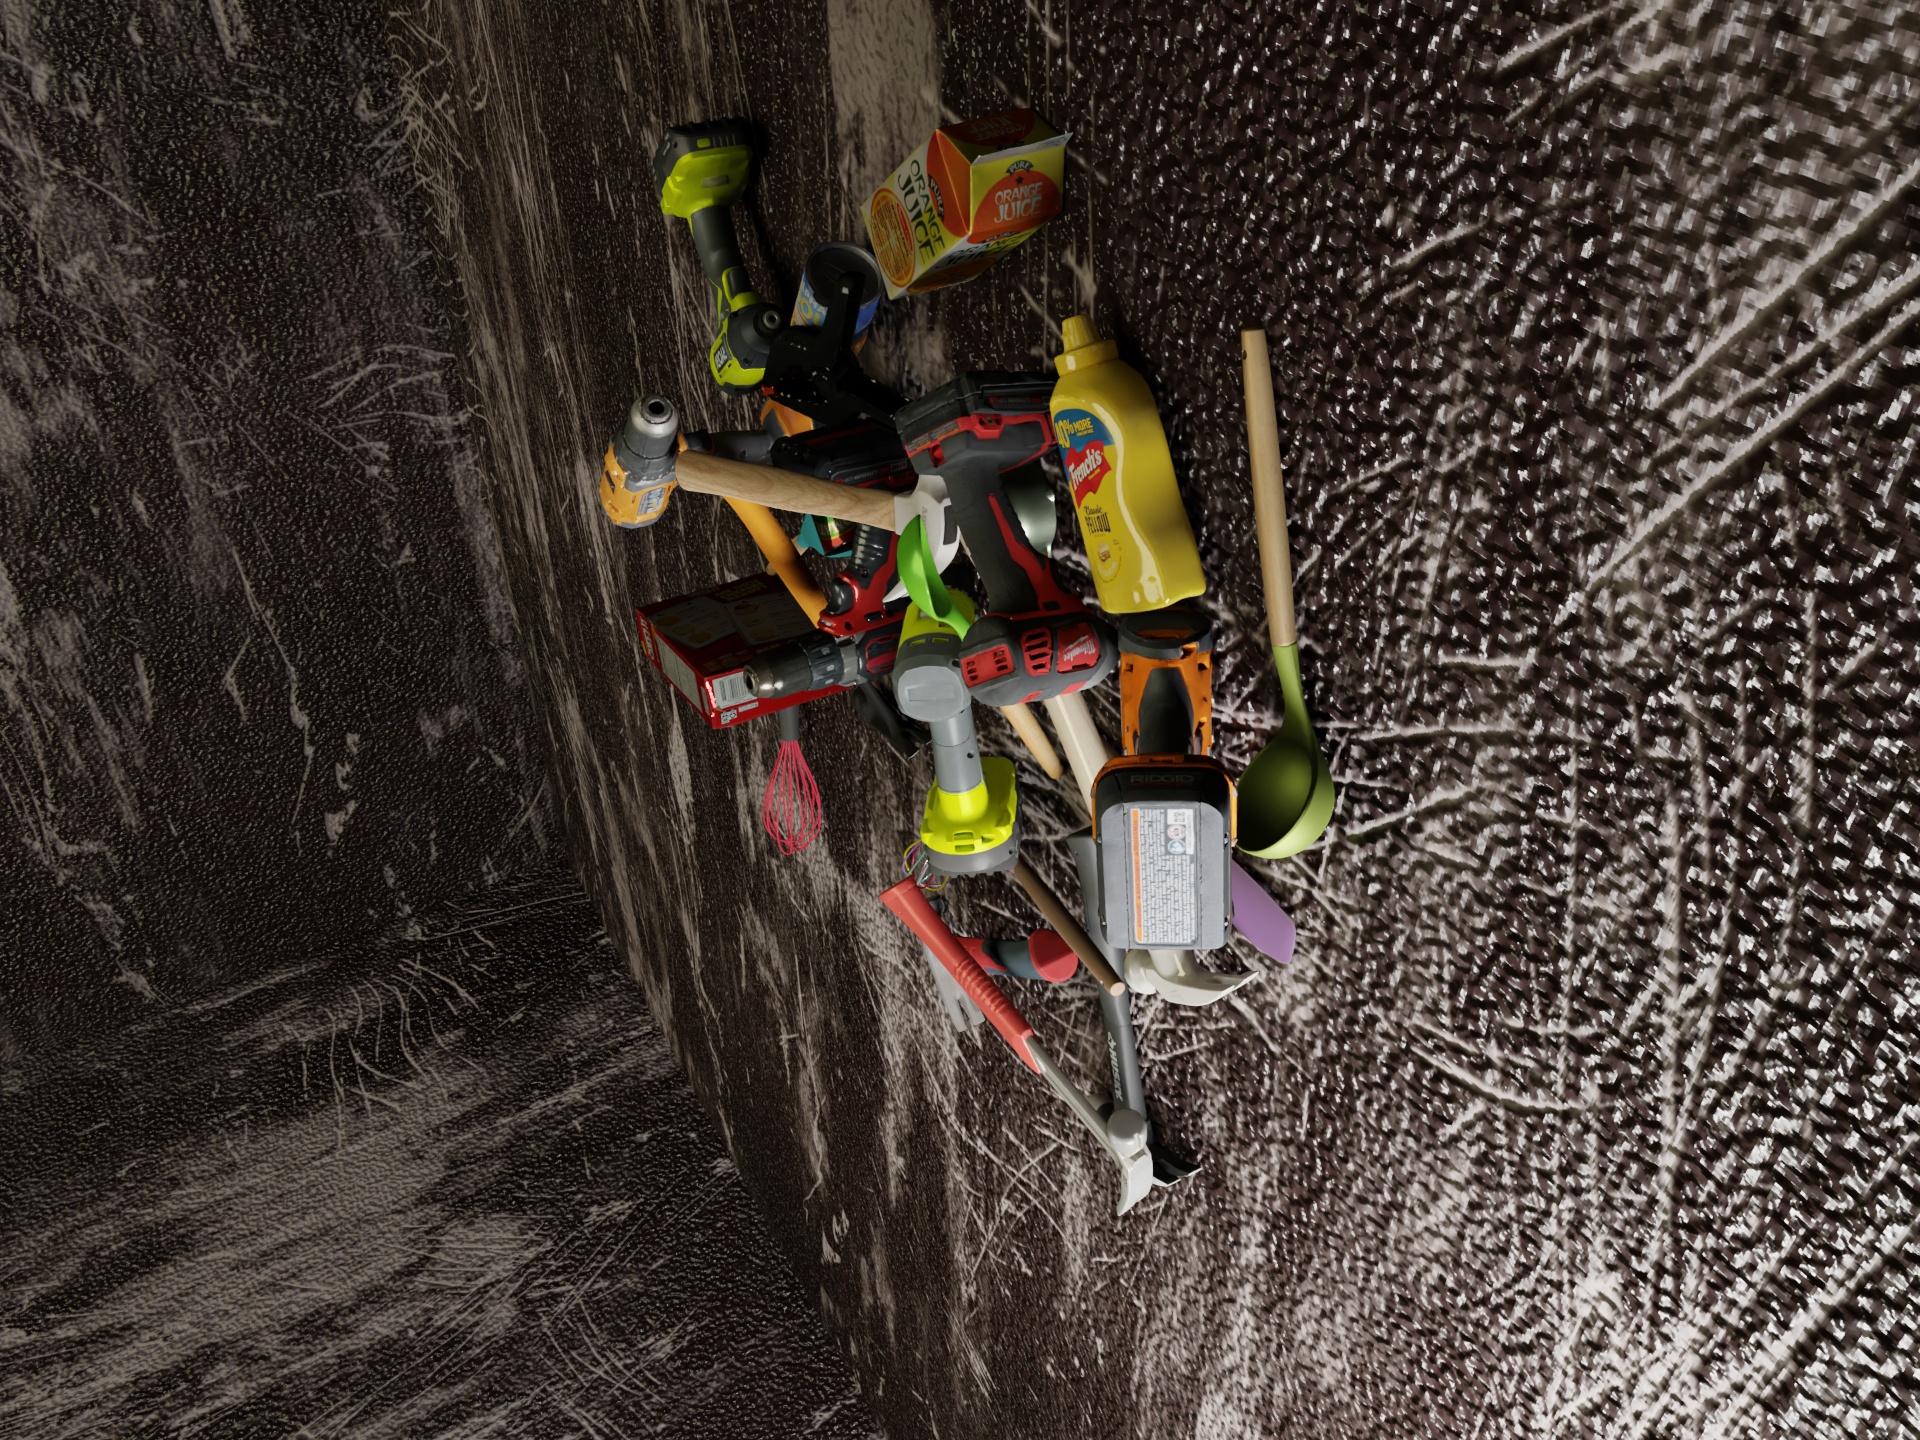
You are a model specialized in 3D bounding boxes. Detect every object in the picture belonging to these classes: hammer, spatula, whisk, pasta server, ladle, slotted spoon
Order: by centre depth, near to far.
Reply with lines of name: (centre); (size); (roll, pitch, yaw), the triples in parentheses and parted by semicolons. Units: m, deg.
ladle: (0.178, -0.069, 0.943); (0.078, 0.062, 0.320); (-142, 40, -66)
hammer: (0.094, 0.018, 1.166); (0.410, 0.038, 0.146); (66, 158, -4)
spatula: (0.144, 0.066, 1.179); (0.316, 0.018, 0.059); (49, 151, 39)
slotted spoon: (0.019, -0.041, 1.196); (0.313, 0.031, 0.070); (55, -156, -48)
hammer: (-0.121, -0.177, 1.258); (0.331, 0.031, 0.130); (18, 116, 44)
hammer: (0.131, 0.237, 1.328); (0.146, 0.035, 0.334); (31, 136, 57)
pasta server: (0.056, 0.144, 1.352); (0.317, 0.040, 0.060); (48, 165, 56)
hammer: (0.043, 0.270, 1.403); (0.359, 0.037, 0.149); (46, 157, 33)
hammer: (-0.132, -0.103, 1.487); (0.127, 0.034, 0.336); (38, 164, 51)
hammer: (0.035, 0.236, 1.498); (0.143, 0.038, 0.386); (69, 163, 0)
whisk: (-0.018, 0.105, 1.548); (0.047, 0.051, 0.244); (65, 155, 25)
spatula: (-0.157, -0.183, 1.648); (0.082, 0.044, 0.317); (70, 162, -2)
whisk: (-0.202, 0.036, 1.886); (0.073, 0.073, 0.295); (43, 140, 48)

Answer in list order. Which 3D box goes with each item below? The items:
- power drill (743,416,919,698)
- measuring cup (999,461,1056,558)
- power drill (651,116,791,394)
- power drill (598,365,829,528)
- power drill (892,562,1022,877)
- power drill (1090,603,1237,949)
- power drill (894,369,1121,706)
power drill: (-0.109, -0.132, 1.374); (0.080, 0.188, 0.226); (32, 133, 48)
measuring cup: (0.050, -0.118, 1.209); (0.083, 0.038, 0.167); (-5, 102, 67)
power drill: (-0.212, -0.427, 1.465); (0.171, 0.080, 0.223); (172, 82, -71)
power drill: (-0.212, -0.259, 1.440); (0.084, 0.226, 0.185); (65, 157, 10)
power drill: (-0.002, -0.004, 1.319); (0.191, 0.080, 0.228); (-81, -16, -58)
power drill: (0.130, 0.047, 1.006); (0.227, 0.084, 0.164); (-77, -16, -58)
power drill: (0.044, -0.123, 1.092); (0.078, 0.143, 0.220); (-18, 85, 45)
